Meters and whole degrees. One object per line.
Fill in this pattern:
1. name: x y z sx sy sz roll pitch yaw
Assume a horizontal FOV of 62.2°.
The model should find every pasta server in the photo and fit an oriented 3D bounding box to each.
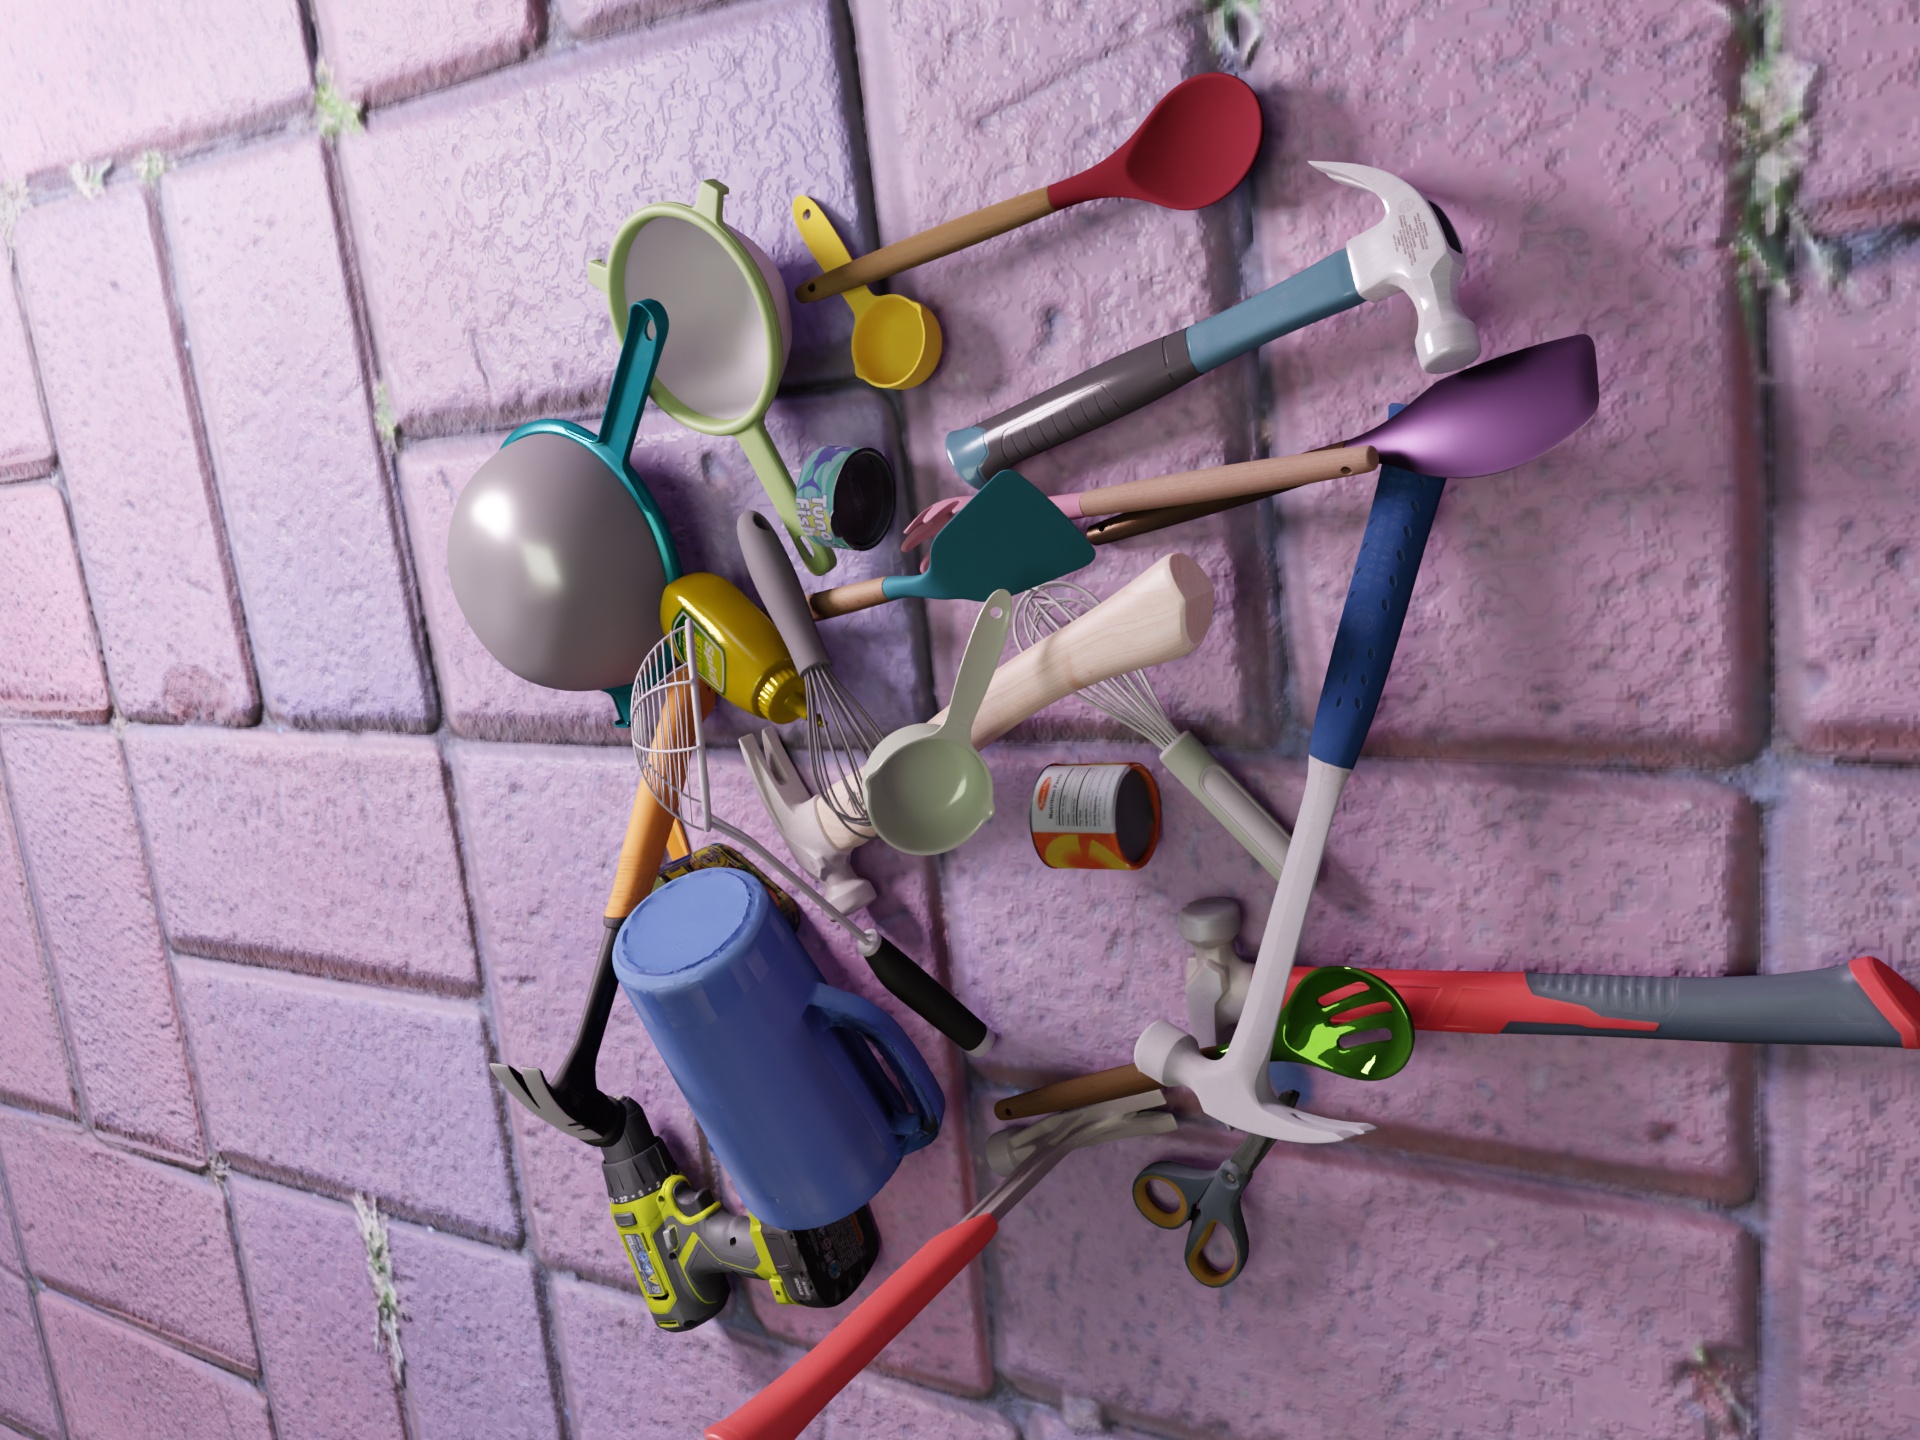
1. pasta server: 0.091 -0.121 0.906 0.316 0.040 0.060 -3 141 43

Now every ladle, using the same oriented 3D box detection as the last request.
1. ladle: 0.031 -0.293 0.920 0.315 0.031 0.069 -11 88 31

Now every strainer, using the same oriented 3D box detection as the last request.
1. strainer: -0.278 -0.142 1.097 0.211 0.095 0.340 44 135 14
2. strainer: -0.131 -0.220 1.043 0.151 0.069 0.256 -14 108 46

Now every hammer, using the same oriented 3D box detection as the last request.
1. hammer: 0.120 -0.199 0.883 0.331 0.033 0.128 -18 75 39
2. hammer: 0.203 0.035 0.860 0.144 0.035 0.405 23 104 42
3. hammer: 0.307 0.170 0.877 0.386 0.038 0.143 -4 102 34
4. hammer: -0.011 0.320 0.929 0.149 0.359 0.037 -27 90 38
5. hammer: -0.002 -0.003 0.988 0.410 0.038 0.146 -35 83 46
6. hammer: -0.223 0.105 1.069 0.034 0.127 0.337 1 60 18

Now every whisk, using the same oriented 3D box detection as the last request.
1. whisk: 0.123 0.009 0.948 0.058 0.059 0.246 -42 81 -10
2. whisk: -0.095 -0.033 1.012 0.055 0.055 0.239 -37 68 35

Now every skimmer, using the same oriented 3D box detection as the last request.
1. skimmer: -0.077 0.088 1.012 0.090 0.127 0.363 -41 115 8

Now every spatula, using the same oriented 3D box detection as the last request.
1. spatula: -0.054 -0.088 1.016 0.082 0.044 0.317 40 151 -30
2. spatula: 0.187 -0.133 0.847 0.316 0.018 0.060 -12 72 46

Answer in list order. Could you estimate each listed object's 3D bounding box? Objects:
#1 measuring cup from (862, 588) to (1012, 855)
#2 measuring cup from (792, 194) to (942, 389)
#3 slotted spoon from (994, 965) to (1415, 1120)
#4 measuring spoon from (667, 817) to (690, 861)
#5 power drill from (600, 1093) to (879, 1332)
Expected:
1. measuring cup: -0.006 -0.003 0.935 0.038 0.083 0.167 -128 55 -66
2. measuring cup: -0.061 -0.274 1.007 0.062 0.029 0.157 -42 67 28
3. slotted spoon: 0.137 0.207 0.962 0.314 0.031 0.070 -25 89 38
4. measuring spoon: -0.217 0.106 1.217 0.021 0.011 0.117 -15 95 35
5. power drill: -0.188 0.375 1.236 0.228 0.080 0.190 -18 94 38
